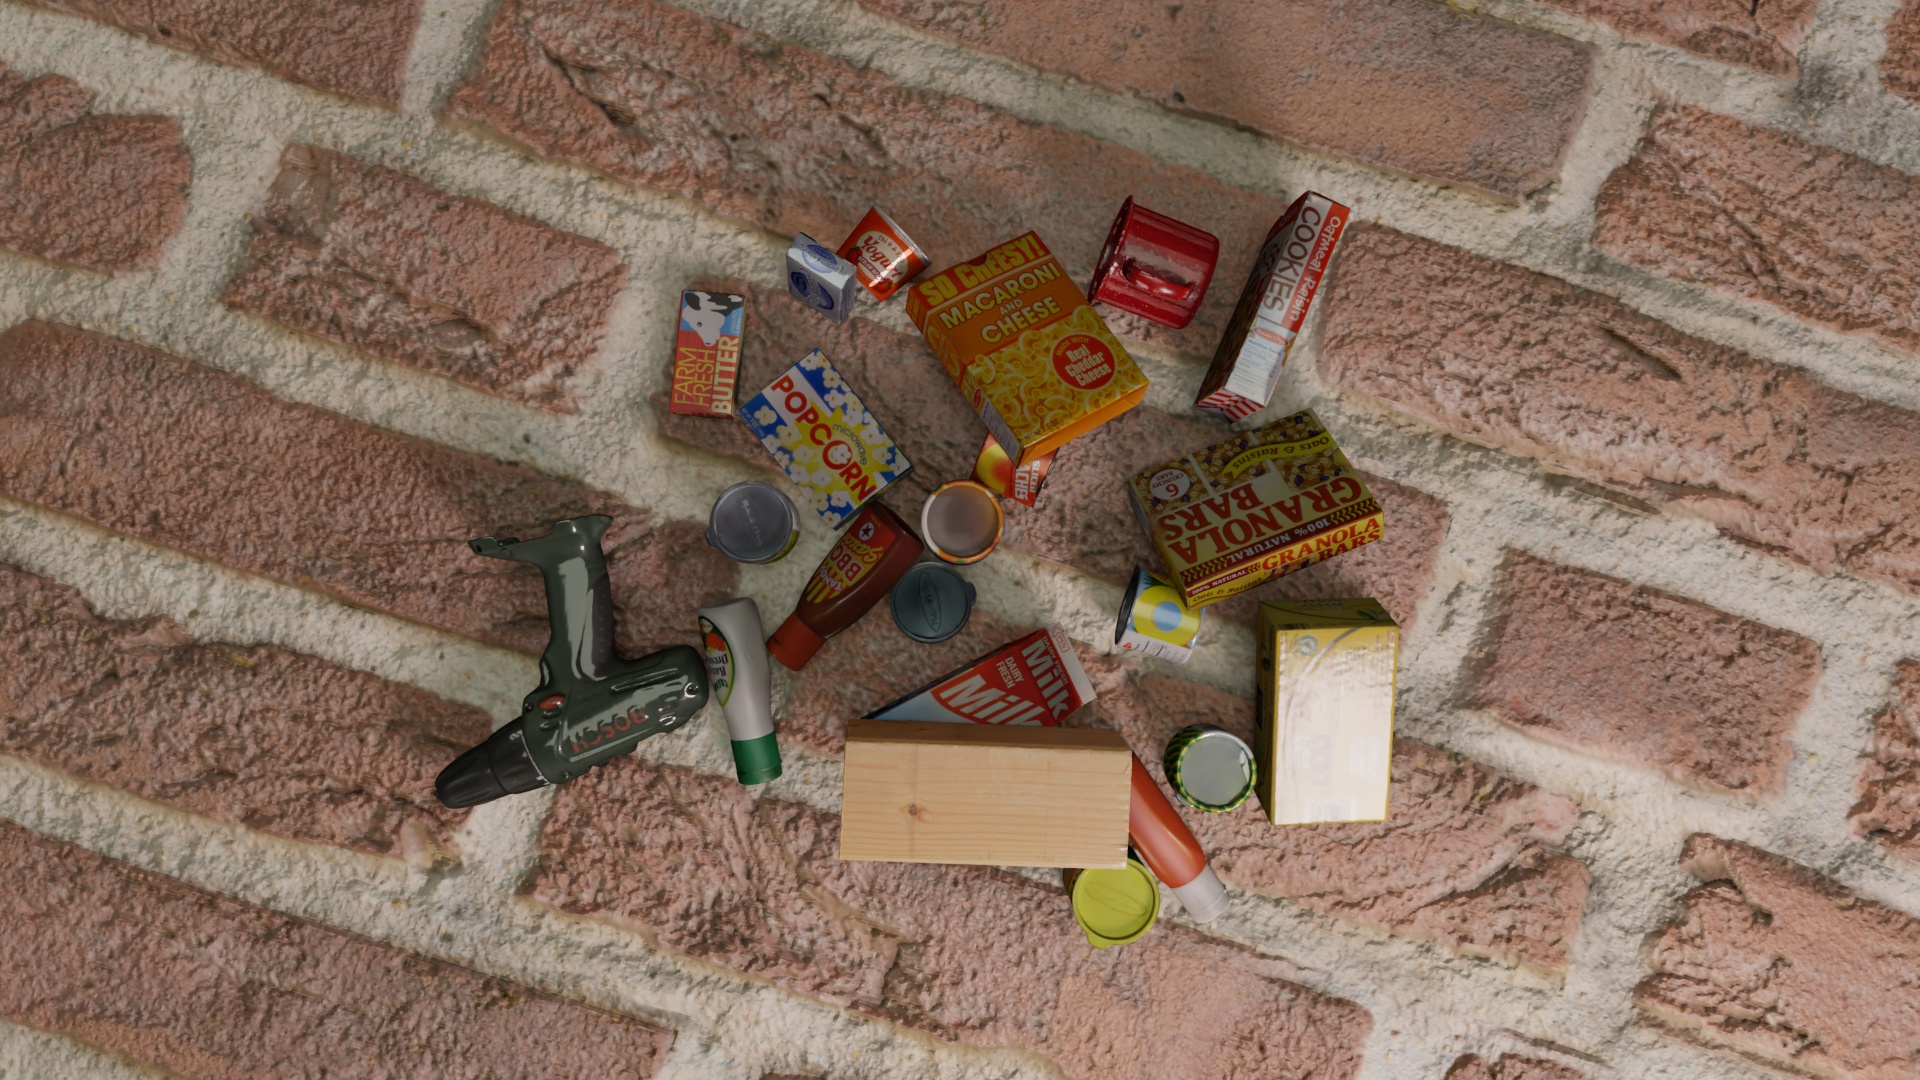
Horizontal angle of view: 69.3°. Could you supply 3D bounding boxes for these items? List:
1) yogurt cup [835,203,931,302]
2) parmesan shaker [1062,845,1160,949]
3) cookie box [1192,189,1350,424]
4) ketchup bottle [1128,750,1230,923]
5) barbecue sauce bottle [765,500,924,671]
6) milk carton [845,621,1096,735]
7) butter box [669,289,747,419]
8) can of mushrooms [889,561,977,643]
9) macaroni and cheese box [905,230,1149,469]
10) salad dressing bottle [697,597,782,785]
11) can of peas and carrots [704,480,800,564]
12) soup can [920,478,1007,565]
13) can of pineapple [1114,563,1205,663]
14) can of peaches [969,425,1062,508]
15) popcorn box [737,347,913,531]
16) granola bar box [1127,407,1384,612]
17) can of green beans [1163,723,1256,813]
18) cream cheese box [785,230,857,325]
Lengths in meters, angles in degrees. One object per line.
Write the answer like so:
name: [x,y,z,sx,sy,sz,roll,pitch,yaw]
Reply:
yogurt cup: [-0.065,-0.233,1.135,0.054,0.072,0.072,-43,89,6]
parmesan shaker: [0.115,0.275,1.092,0.071,0.103,0.071,0,87,-1]
cookie box: [0.244,-0.182,1.105,0.040,0.123,0.167,24,88,0]
ketchup bottle: [0.162,0.238,1.117,0.043,0.065,0.148,-35,96,12]
barbecue sauce bottle: [-0.096,0.040,1.125,0.148,0.043,0.065,-49,44,5]
milk carton: [0.010,0.138,1.112,0.191,0.073,0.072,-26,89,-2]
butter box: [-0.208,-0.154,1.148,0.053,0.024,0.103,6,87,-1]
can of mushrooms: [-0.022,0.050,1.136,0.071,0.033,0.071,0,87,0]
macaroni and cheese box: [0.052,-0.156,1.108,0.124,0.040,0.167,-29,73,-20]
salad dressing bottle: [-0.175,0.122,1.120,0.044,0.064,0.147,-14,96,-35]
can of peas and carrots: [-0.167,-0.012,1.125,0.071,0.058,0.071,0,88,0]
soup can: [0.004,-0.014,1.115,0.071,0.084,0.071,0,87,-1]
can of pineapple: [0.162,0.059,1.122,0.058,0.071,0.071,17,88,0]
can of peaches: [0.045,-0.067,1.124,0.058,0.071,0.071,24,88,1]
popcorn box: [-0.110,-0.083,1.139,0.085,0.038,0.126,-38,88,-3]
granola bar box: [0.233,-0.027,1.108,0.166,0.039,0.125,-21,50,-2]
can of green beans: [0.201,0.183,1.120,0.071,0.058,0.071,0,88,0]
cream cheese box: [-0.111,-0.209,1.113,0.053,0.103,0.024,33,81,-1]
